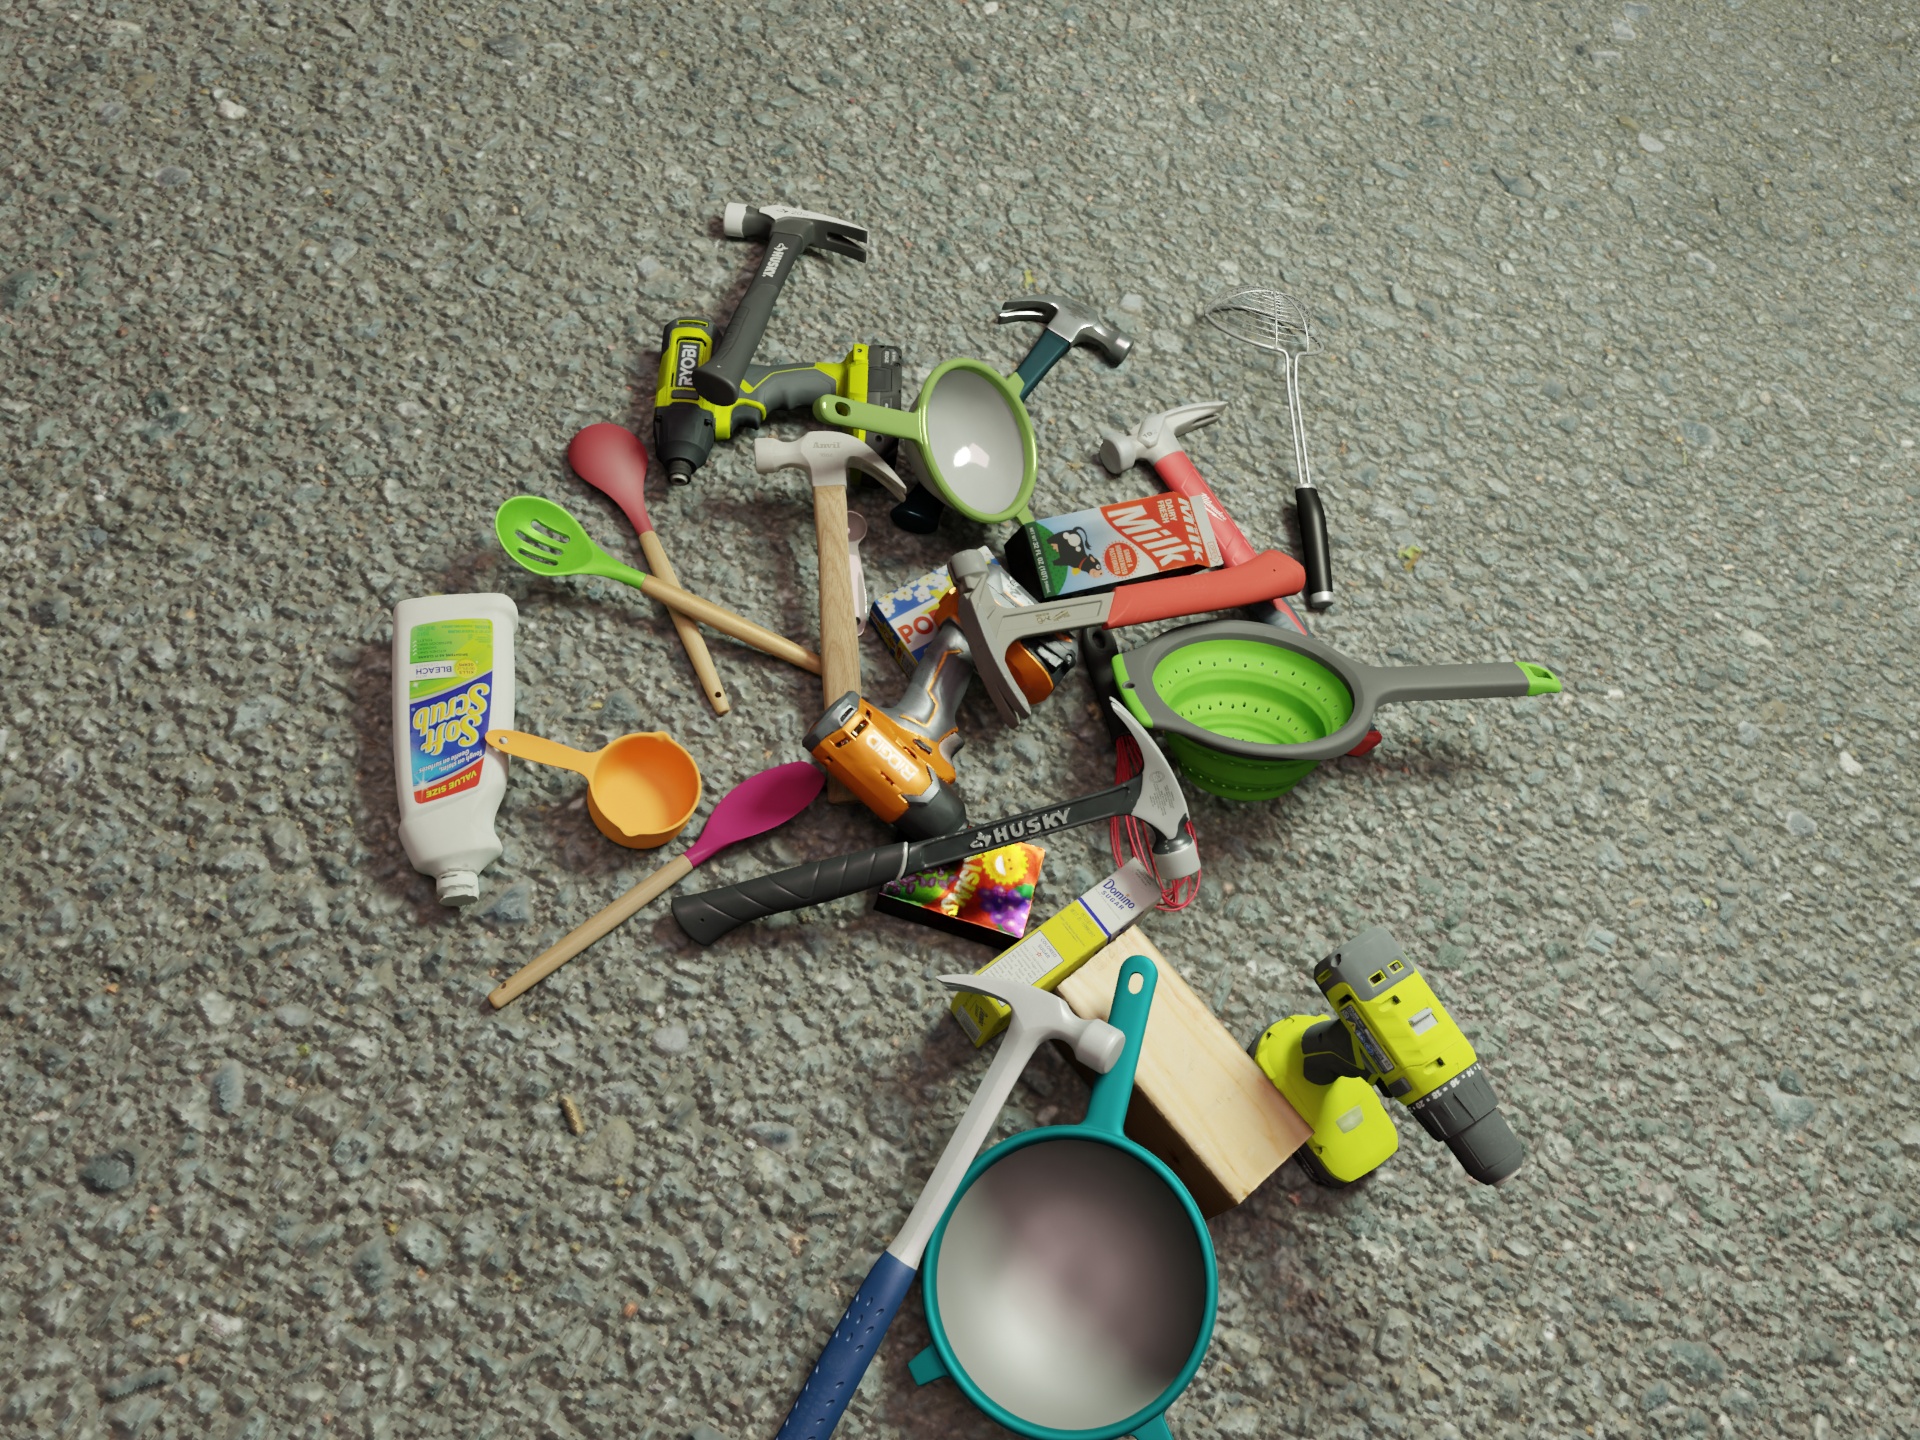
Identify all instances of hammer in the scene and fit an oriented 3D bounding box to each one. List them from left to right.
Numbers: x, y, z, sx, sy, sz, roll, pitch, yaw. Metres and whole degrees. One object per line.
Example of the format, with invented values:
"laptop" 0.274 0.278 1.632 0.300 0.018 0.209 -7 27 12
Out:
"hammer" -0.180 -0.388 1.470 0.146 0.035 0.335 9 43 2
"hammer" -0.103 -0.092 1.368 0.130 0.031 0.331 -4 77 -5
"hammer" -0.041 0.367 1.122 0.144 0.035 0.405 25 77 25
"hammer" -0.028 0.100 1.237 0.409 0.036 0.149 -16 103 5
"hammer" 0.038 -0.297 1.537 0.128 0.033 0.331 33 62 5
"hammer" 0.160 -0.092 1.359 0.359 0.036 0.149 -11 72 -33
"hammer" 0.289 -0.138 1.508 0.143 0.038 0.387 -23 70 -23

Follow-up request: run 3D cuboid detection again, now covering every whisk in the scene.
"whisk" 0.148 0.034 1.384 0.073 0.073 0.296 -4 58 -14

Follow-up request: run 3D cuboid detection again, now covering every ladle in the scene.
"ladle" -0.268 -0.141 1.400 0.069 0.031 0.316 -19 71 -21

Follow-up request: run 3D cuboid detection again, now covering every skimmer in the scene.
"skimmer" 0.321 -0.276 1.589 0.127 0.090 0.363 2 73 -23

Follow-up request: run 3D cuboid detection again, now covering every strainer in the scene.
"strainer" -0.041 -0.247 1.401 0.256 0.069 0.151 3 80 -44
"strainer" 0.101 0.345 1.163 0.211 0.095 0.340 9 72 20

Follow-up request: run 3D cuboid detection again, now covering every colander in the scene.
"colander" 0.326 0.000 1.386 0.397 0.094 0.205 -2 35 -9

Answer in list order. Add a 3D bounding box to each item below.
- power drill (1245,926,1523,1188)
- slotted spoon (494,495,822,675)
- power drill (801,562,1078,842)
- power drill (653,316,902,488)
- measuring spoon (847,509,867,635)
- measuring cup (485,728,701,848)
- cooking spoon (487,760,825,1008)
"power drill" 0.313 0.275 1.195 0.080 0.228 0.191 -26 72 -22
"slotted spoon" -0.248 -0.105 1.359 0.313 0.031 0.070 25 58 -10
"power drill" -0.002 -0.004 1.315 0.164 0.084 0.226 43 62 -3
"power drill" -0.169 -0.283 1.466 0.223 0.080 0.171 3 62 -6
"measuring spoon" -0.099 -0.131 1.439 0.034 0.018 0.124 -2 71 -11
"measuring cup" -0.296 0.047 1.276 0.173 0.052 0.095 18 61 -8
"cooking spoon" -0.239 0.128 1.270 0.319 0.017 0.069 -36 45 -24
